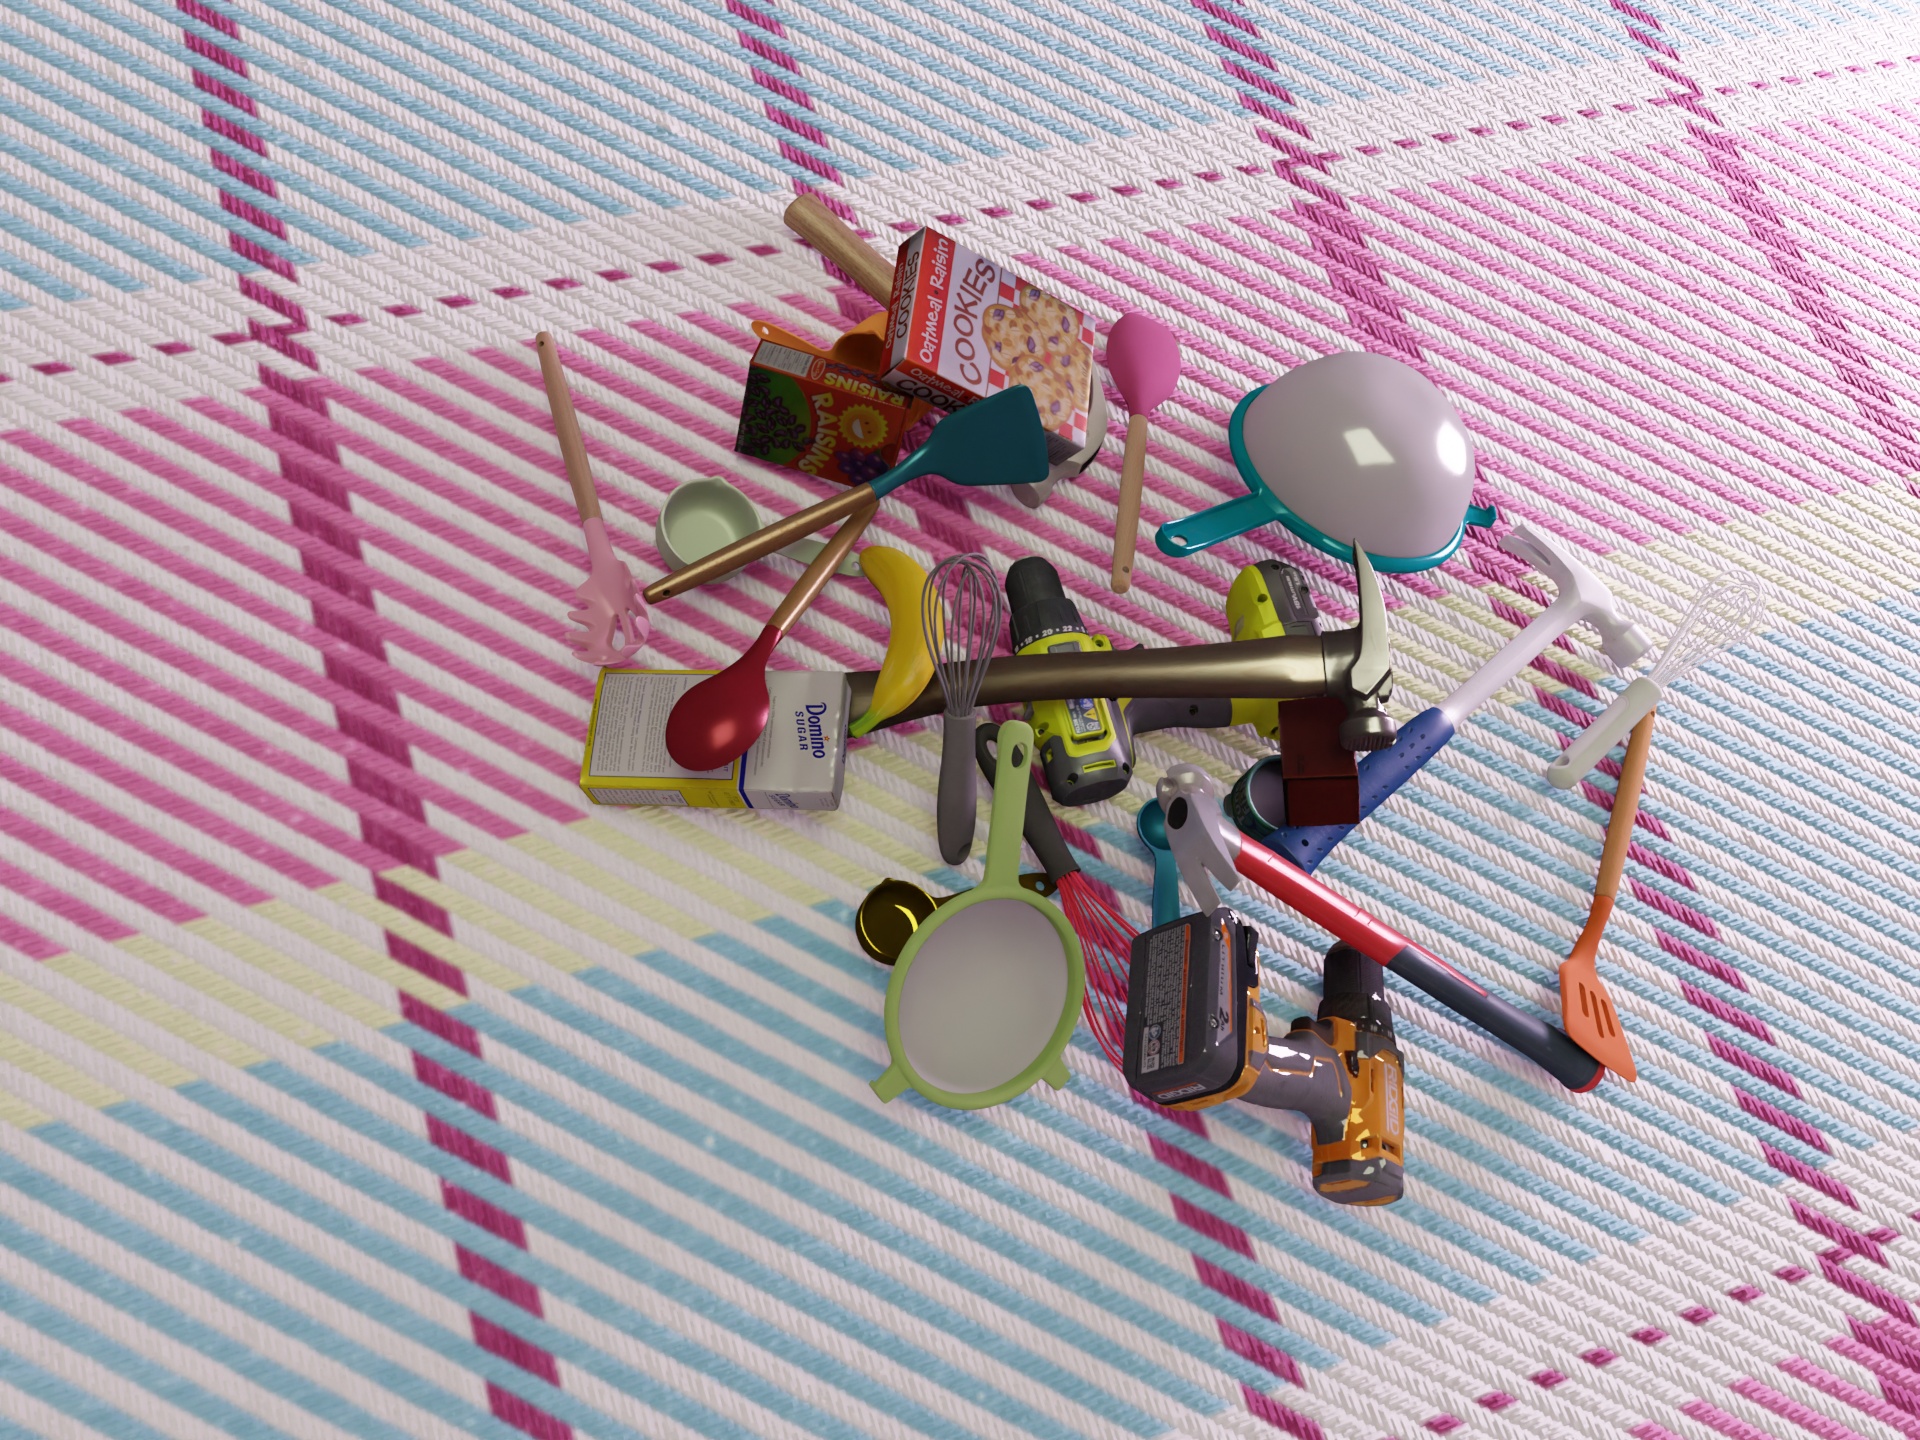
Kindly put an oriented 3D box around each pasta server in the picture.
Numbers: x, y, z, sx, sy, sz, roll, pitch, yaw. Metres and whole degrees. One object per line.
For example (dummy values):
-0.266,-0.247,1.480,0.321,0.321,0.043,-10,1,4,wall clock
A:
-0.279,-0.169,1.165,0.060,0.040,0.316,-27,63,13,pasta server

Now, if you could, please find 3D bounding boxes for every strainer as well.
0.010,0.124,1.051,0.151,0.069,0.256,4,96,-31,strainer
0.279,-0.202,1.215,0.340,0.095,0.211,-24,65,-38,strainer

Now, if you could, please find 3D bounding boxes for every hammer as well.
0.090,-0.040,1.118,0.410,0.038,0.146,-4,71,10,hammer
0.295,0.163,1.064,0.386,0.038,0.143,32,20,-18,hammer
-0.015,-0.319,1.298,0.331,0.031,0.130,43,67,9,hammer
0.368,-0.010,1.210,0.405,0.035,0.144,-35,82,-27,hammer

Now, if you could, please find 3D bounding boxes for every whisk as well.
0.083,0.126,1.109,0.073,0.073,0.296,-22,70,-18,whisk
0.549,-0.031,1.257,0.246,0.058,0.059,-42,110,-11,whisk
-0.002,-0.003,1.078,0.055,0.238,0.055,1,28,-1,whisk

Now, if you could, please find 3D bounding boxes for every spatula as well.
0.500,0.114,1.203,0.081,0.041,0.323,35,62,-20,spatula
-0.083,-0.154,1.159,0.317,0.082,0.044,-28,39,-15,spatula

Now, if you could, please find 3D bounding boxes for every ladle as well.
-0.120,-0.075,1.123,0.069,0.031,0.316,9,41,19,ladle

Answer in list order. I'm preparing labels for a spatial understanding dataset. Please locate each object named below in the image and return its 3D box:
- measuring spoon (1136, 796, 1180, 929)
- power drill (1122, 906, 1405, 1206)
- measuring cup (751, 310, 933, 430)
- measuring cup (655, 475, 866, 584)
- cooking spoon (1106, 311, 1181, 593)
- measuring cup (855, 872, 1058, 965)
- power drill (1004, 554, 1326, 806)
0.146,0.120,1.152,0.042,0.021,0.129,4,76,-10,measuring spoon
0.213,0.200,1.054,0.226,0.084,0.185,32,50,-30,power drill
-0.086,-0.293,1.257,0.174,0.095,0.052,29,53,24,measuring cup
-0.148,-0.128,1.195,0.167,0.038,0.083,13,68,-22,measuring cup
0.139,-0.219,1.255,0.068,0.017,0.319,20,51,-13,cooking spoon
-0.002,0.133,1.117,0.156,0.029,0.062,-10,70,-27,measuring cup
0.150,-0.048,1.190,0.228,0.080,0.191,-10,69,-12,power drill
